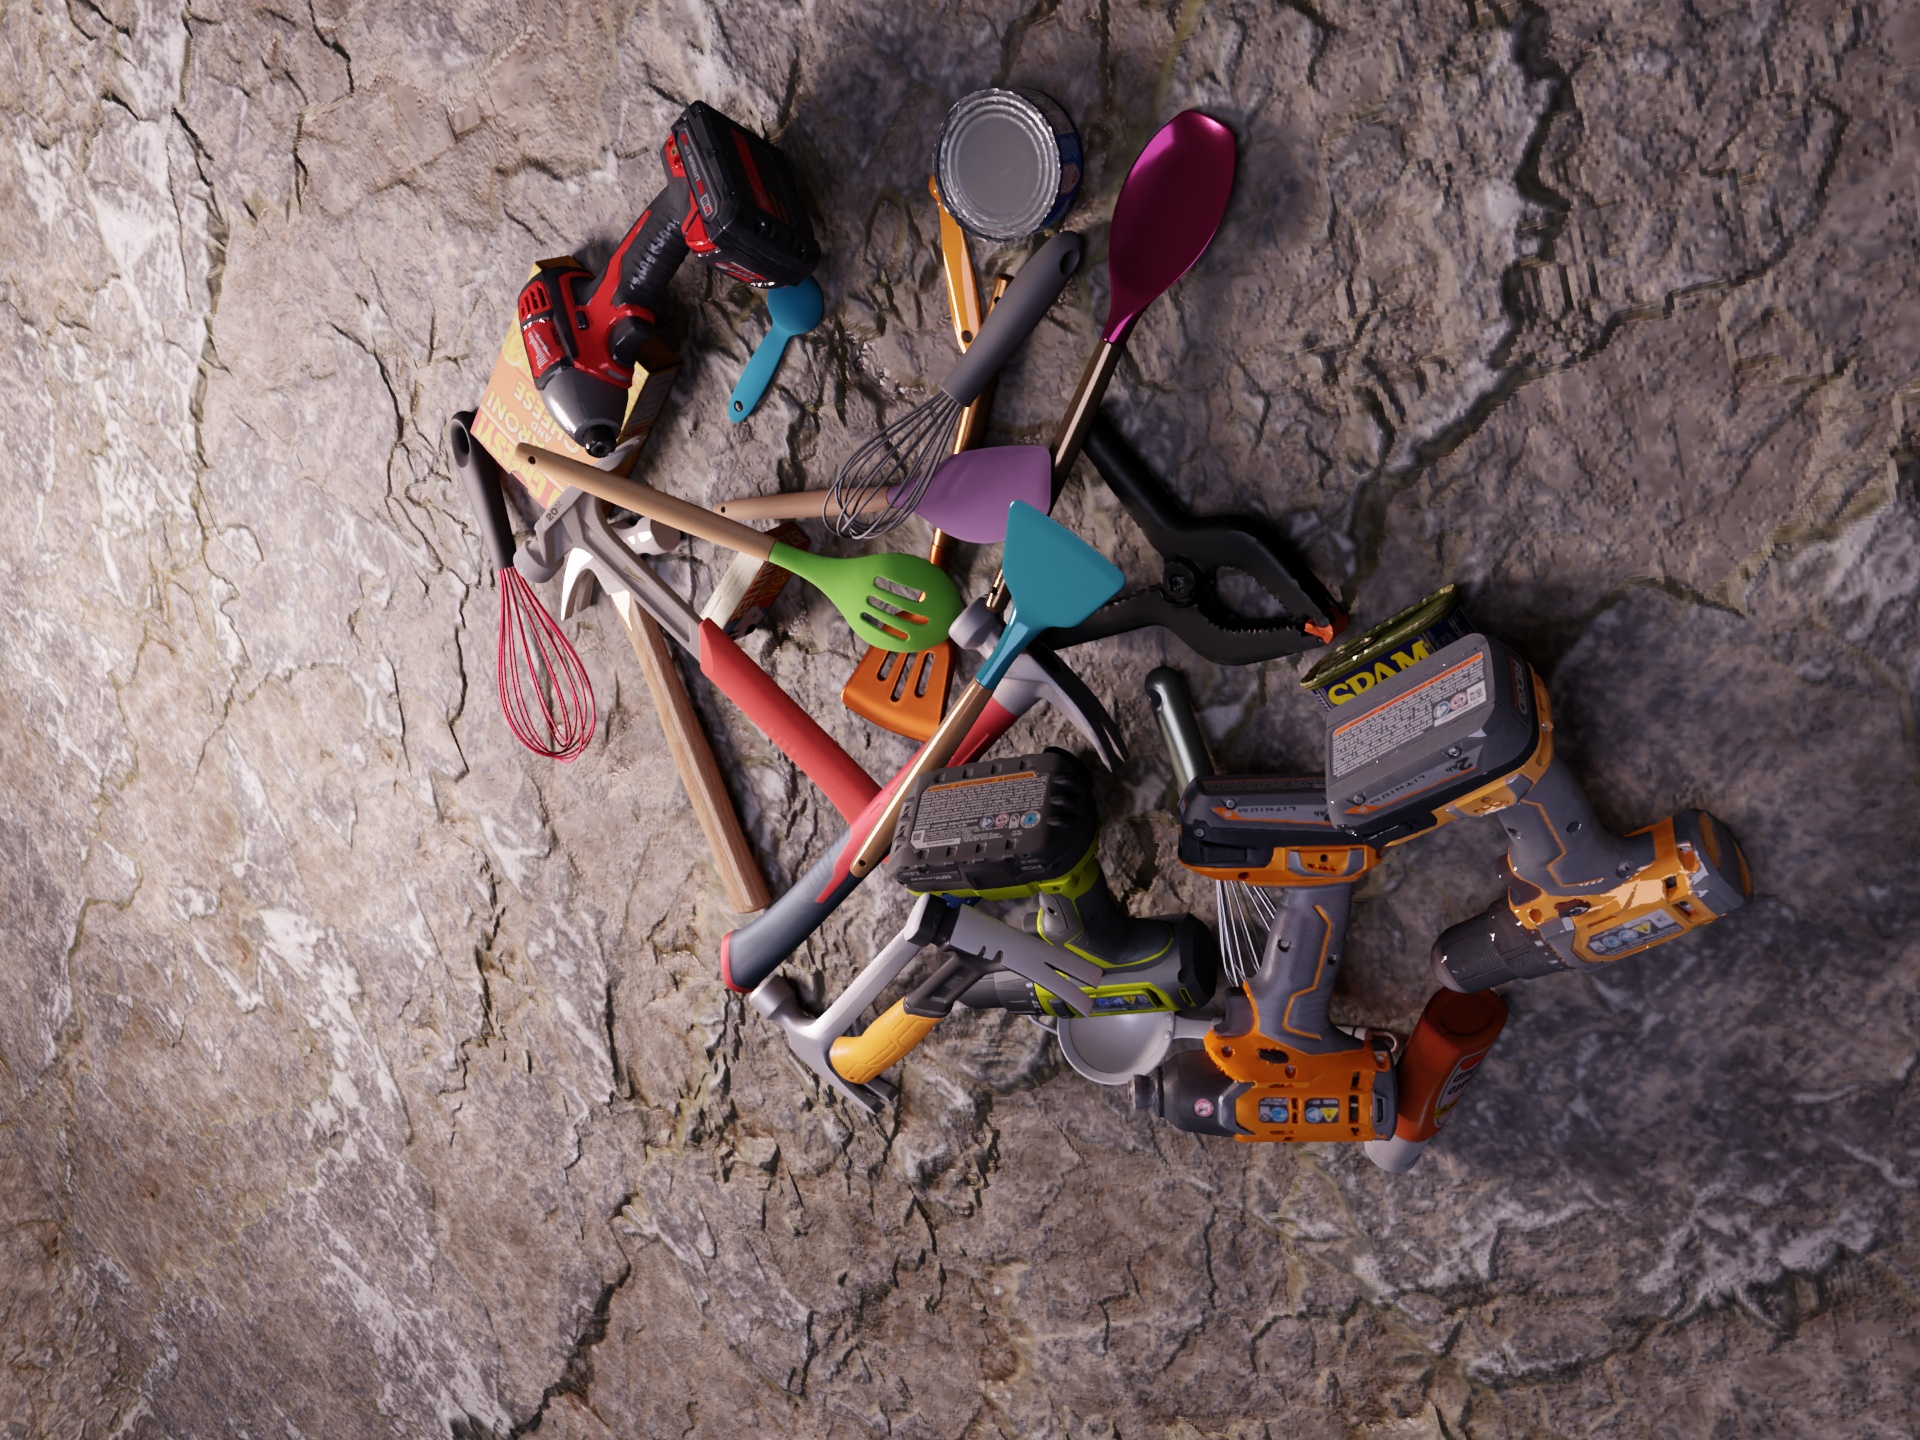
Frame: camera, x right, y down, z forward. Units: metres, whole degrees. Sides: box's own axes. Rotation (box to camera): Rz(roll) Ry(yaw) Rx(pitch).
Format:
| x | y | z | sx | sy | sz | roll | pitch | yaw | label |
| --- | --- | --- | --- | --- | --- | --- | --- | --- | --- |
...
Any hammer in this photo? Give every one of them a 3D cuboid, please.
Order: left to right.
| x | y | z | sx | sy | sz | roll | pitch | yaw | label |
| --- | --- | --- | --- | --- | --- | --- | --- | --- | --- |
| -0.225 | 0.003 | 1.266 | 0.130 | 0.031 | 0.331 | -9 | 107 | 36 | hammer |
| -0.151 | -0.034 | 1.139 | 0.359 | 0.037 | 0.149 | 45 | 126 | -12 | hammer |
| -0.048 | 0.089 | 1.122 | 0.143 | 0.038 | 0.386 | 46 | 122 | 5 | hammer |
| -0.022 | 0.207 | 1.115 | 0.127 | 0.034 | 0.336 | 25 | 150 | -8 | hammer |
| -0.023 | 0.160 | 1.205 | 0.144 | 0.035 | 0.405 | 46 | 129 | 7 | hammer |

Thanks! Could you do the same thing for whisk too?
| x | y | z | sx | sy | sz | roll | pitch | yaw | label |
| --- | --- | --- | --- | --- | --- | --- | --- | --- | --- |
| -0.363 | -0.105 | 1.292 | 0.073 | 0.073 | 0.295 | -8 | 101 | 36 | whisk |
| -0.005 | -0.203 | 0.980 | 0.055 | 0.055 | 0.239 | 43 | 108 | 9 | whisk |
| 0.171 | 0.080 | 1.035 | 0.058 | 0.059 | 0.246 | -10 | 102 | 60 | whisk |

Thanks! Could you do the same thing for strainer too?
| x | y | z | sx | sy | sz | roll | pitch | yaw | label |
| --- | --- | --- | --- | --- | --- | --- | --- | --- | --- |
| 0.173 | 0.216 | 1.101 | 0.258 | 0.050 | 0.087 | -1 | 68 | 28 | strainer |

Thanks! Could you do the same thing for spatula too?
| x | y | z | sx | sy | sz | roll | pitch | yaw | label |
| --- | --- | --- | --- | --- | --- | --- | --- | --- | --- |
| -0.062 | -0.146 | 1.065 | 0.316 | 0.018 | 0.060 | 4 | 94 | 42 | spatula |
| -0.010 | -0.136 | 1.052 | 0.081 | 0.041 | 0.322 | 24 | 122 | 16 | spatula |
| -0.002 | -0.003 | 1.016 | 0.082 | 0.044 | 0.317 | 36 | 122 | 4 | spatula |

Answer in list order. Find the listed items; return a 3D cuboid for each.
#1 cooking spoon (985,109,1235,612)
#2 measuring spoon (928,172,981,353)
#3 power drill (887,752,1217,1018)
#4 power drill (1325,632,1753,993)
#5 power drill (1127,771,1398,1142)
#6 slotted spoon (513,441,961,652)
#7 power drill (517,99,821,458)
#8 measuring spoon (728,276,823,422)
| x | y | z | sx | sy | sz | roll | pitch | yaw | label |
| --- | --- | --- | --- | --- | --- | --- | --- | --- | --- |
| 0.080 | -0.202 | 0.947 | 0.069 | 0.017 | 0.318 | 39 | 119 | 28 | cooking spoon |
| -0.004 | -0.284 | 0.995 | 0.021 | 0.011 | 0.116 | 3 | 113 | 33 | measuring spoon |
| 0.046 | 0.126 | 1.053 | 0.190 | 0.080 | 0.228 | -9 | 138 | 26 | power drill |
| 0.295 | 0.069 | 0.881 | 0.226 | 0.084 | 0.185 | 36 | 133 | -24 | power drill |
| 0.182 | 0.150 | 0.978 | 0.164 | 0.084 | 0.226 | -2 | 98 | 4 | power drill |
| -0.149 | -0.120 | 1.051 | 0.314 | 0.031 | 0.070 | 22 | 114 | 0 | slotted spoon |
| -0.200 | -0.277 | 1.034 | 0.219 | 0.078 | 0.143 | -35 | 61 | 28 | power drill |
| -0.135 | -0.251 | 1.090 | 0.042 | 0.021 | 0.128 | 44 | 127 | 8 | measuring spoon |
